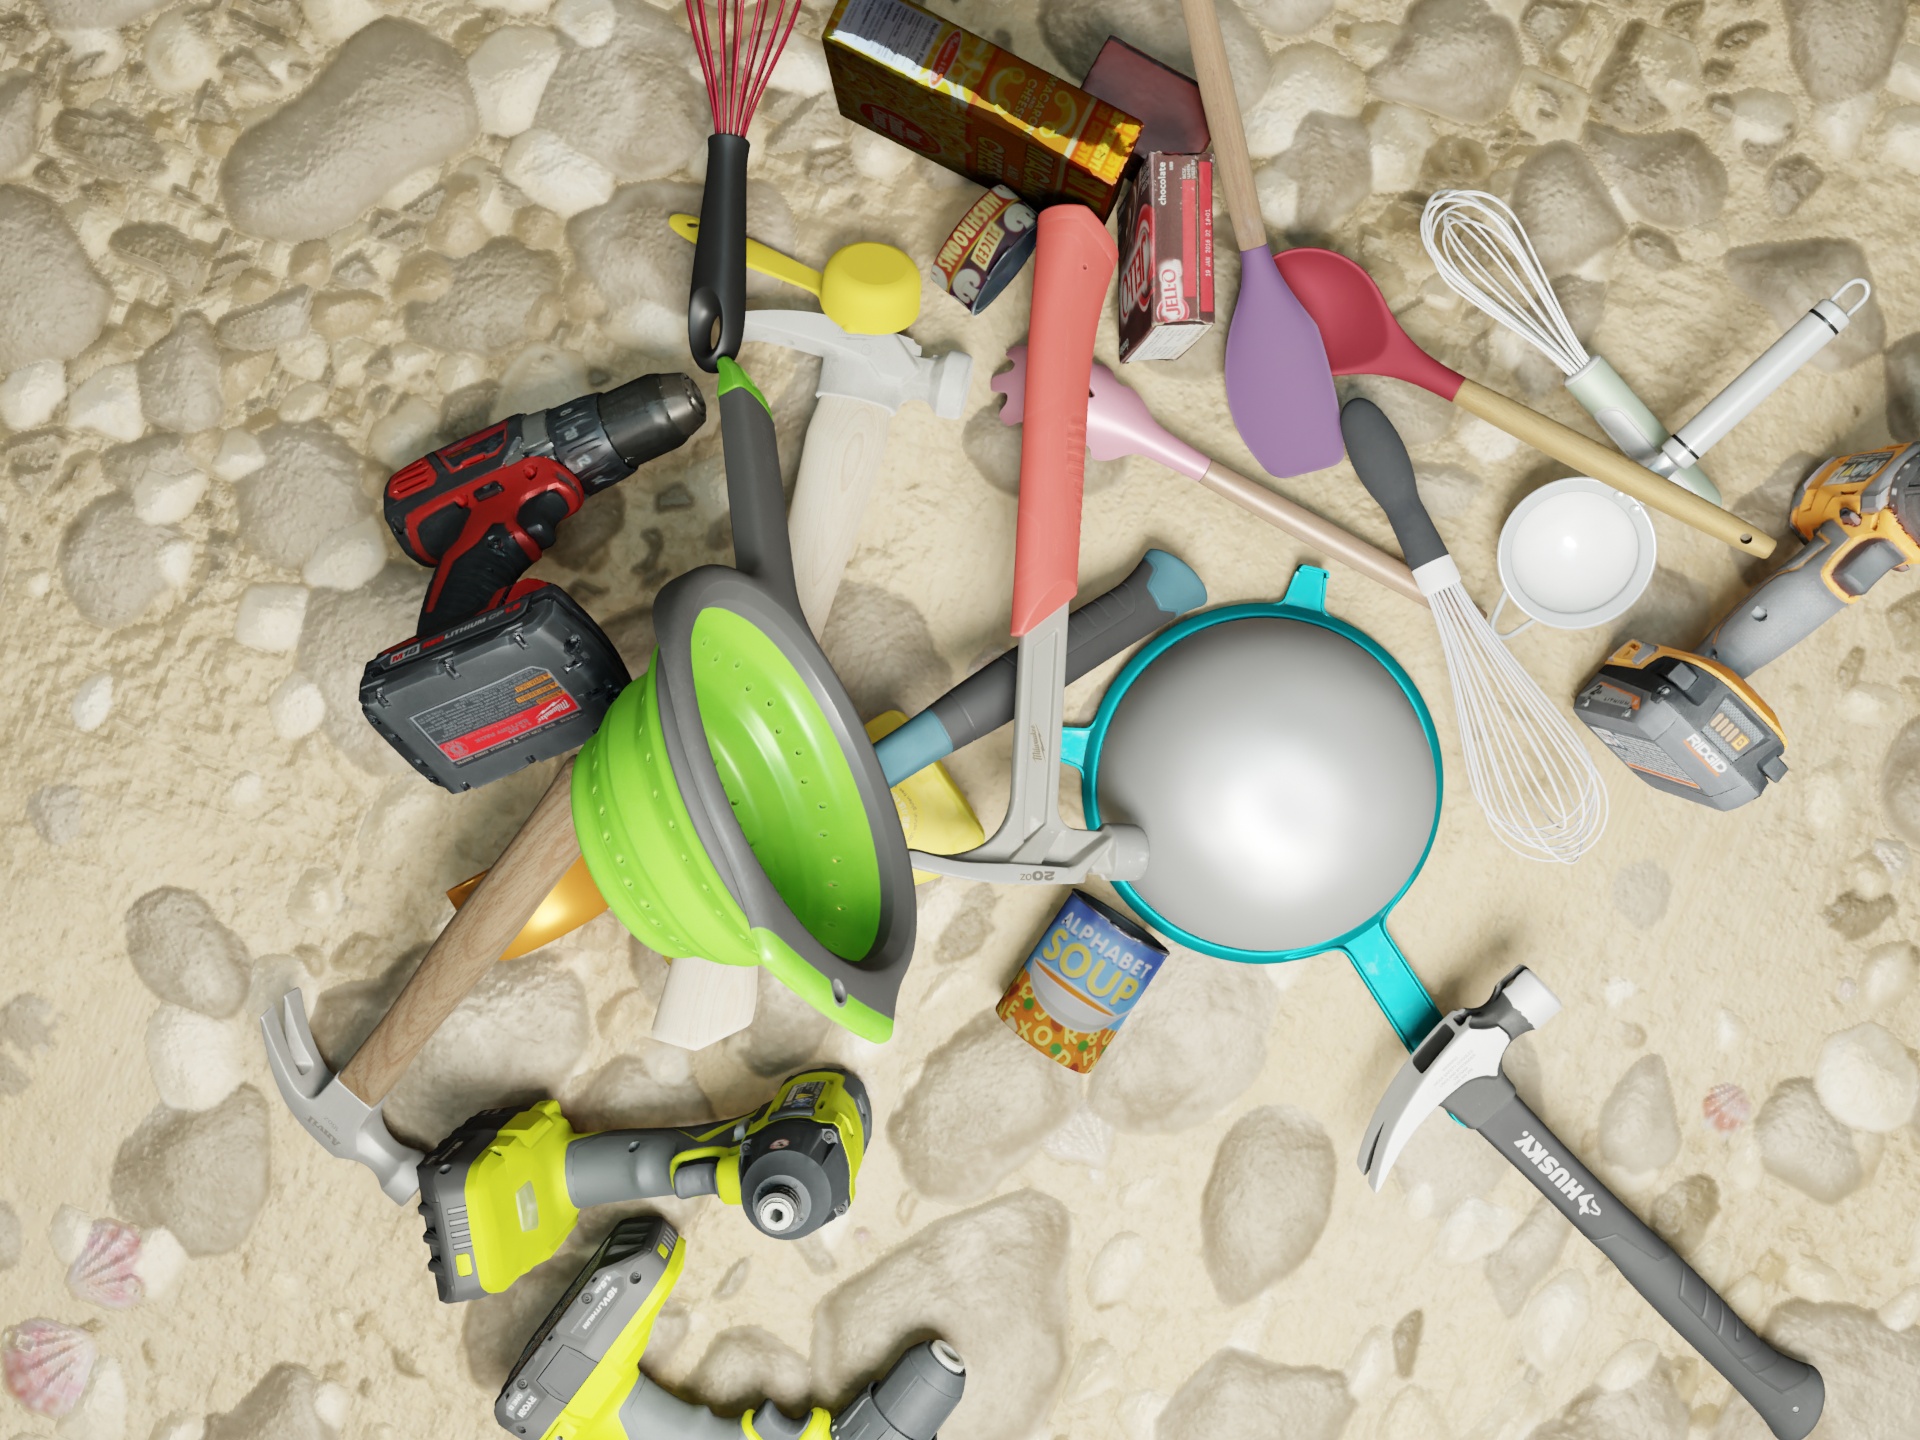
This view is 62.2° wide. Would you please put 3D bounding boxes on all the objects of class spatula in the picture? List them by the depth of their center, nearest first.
[{"bbox_3d":[0.152,-0.283,0.868,0.060,0.018,0.315,-11,111,17],"label":"spatula"}]

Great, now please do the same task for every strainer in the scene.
[{"bbox_3d":[0.391,-0.141,0.877,0.087,0.050,0.258,42,112,-4],"label":"strainer"},{"bbox_3d":[0.210,0.092,0.888,0.211,0.095,0.340,-33,90,1],"label":"strainer"}]

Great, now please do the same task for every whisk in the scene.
[{"bbox_3d":[-0.126,-0.339,0.877,0.073,0.073,0.296,4,89,0],"label":"whisk"},{"bbox_3d":[0.278,-0.051,0.883,0.070,0.070,0.285,-25,85,1],"label":"whisk"},{"bbox_3d":[0.347,-0.205,0.902,0.246,0.058,0.059,46,61,-6],"label":"whisk"}]

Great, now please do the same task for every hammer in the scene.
[{"bbox_3d":[0.038,-0.094,0.842,0.149,0.037,0.359,5,87,-22],"label":"hammer"},{"bbox_3d":[-0.275,0.132,0.853,0.130,0.031,0.331,41,119,-2],"label":"hammer"},{"bbox_3d":[-0.001,-0.003,0.861,0.331,0.033,0.128,-32,98,-19],"label":"hammer"},{"bbox_3d":[-0.110,-0.027,0.876,0.146,0.038,0.411,14,81,1],"label":"hammer"},{"bbox_3d":[0.372,0.298,0.903,0.146,0.035,0.334,-44,100,6],"label":"hammer"}]

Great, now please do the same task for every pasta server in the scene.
[{"bbox_3d":[0.163,-0.131,0.916,0.316,0.040,0.060,28,92,-5],"label":"pasta server"}]

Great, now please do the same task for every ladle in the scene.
[{"bbox_3d":[0.299,-0.171,0.876,0.315,0.031,0.069,32,117,14],"label":"ladle"}]

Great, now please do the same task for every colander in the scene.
[{"bbox_3d":[-0.120,-0.023,0.762,0.094,0.204,0.398,-24,51,15],"label":"colander"}]

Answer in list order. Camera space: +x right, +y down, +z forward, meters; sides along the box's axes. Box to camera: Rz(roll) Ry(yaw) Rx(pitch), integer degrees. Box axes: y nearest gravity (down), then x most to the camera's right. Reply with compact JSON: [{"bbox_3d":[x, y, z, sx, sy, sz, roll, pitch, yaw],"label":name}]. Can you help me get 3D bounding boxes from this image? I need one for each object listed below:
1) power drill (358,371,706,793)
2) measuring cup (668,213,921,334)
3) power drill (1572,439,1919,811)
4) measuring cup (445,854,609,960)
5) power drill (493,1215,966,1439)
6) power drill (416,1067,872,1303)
[{"bbox_3d":[-0.217,-0.088,0.831,0.188,0.227,0.080,-22,135,9],"label":"power drill"},{"bbox_3d":[-0.094,-0.264,0.898,0.156,0.029,0.062,24,51,6],"label":"measuring cup"},{"bbox_3d":[0.453,-0.058,0.840,0.084,0.185,0.226,44,95,-3],"label":"power drill"},{"bbox_3d":[-0.203,0.084,0.872,0.173,0.095,0.052,-22,96,30],"label":"measuring cup"},{"bbox_3d":[-0.128,0.391,0.911,0.228,0.080,0.190,37,92,-4],"label":"power drill"},{"bbox_3d":[-0.166,0.248,0.859,0.223,0.171,0.080,-9,92,4],"label":"power drill"}]
